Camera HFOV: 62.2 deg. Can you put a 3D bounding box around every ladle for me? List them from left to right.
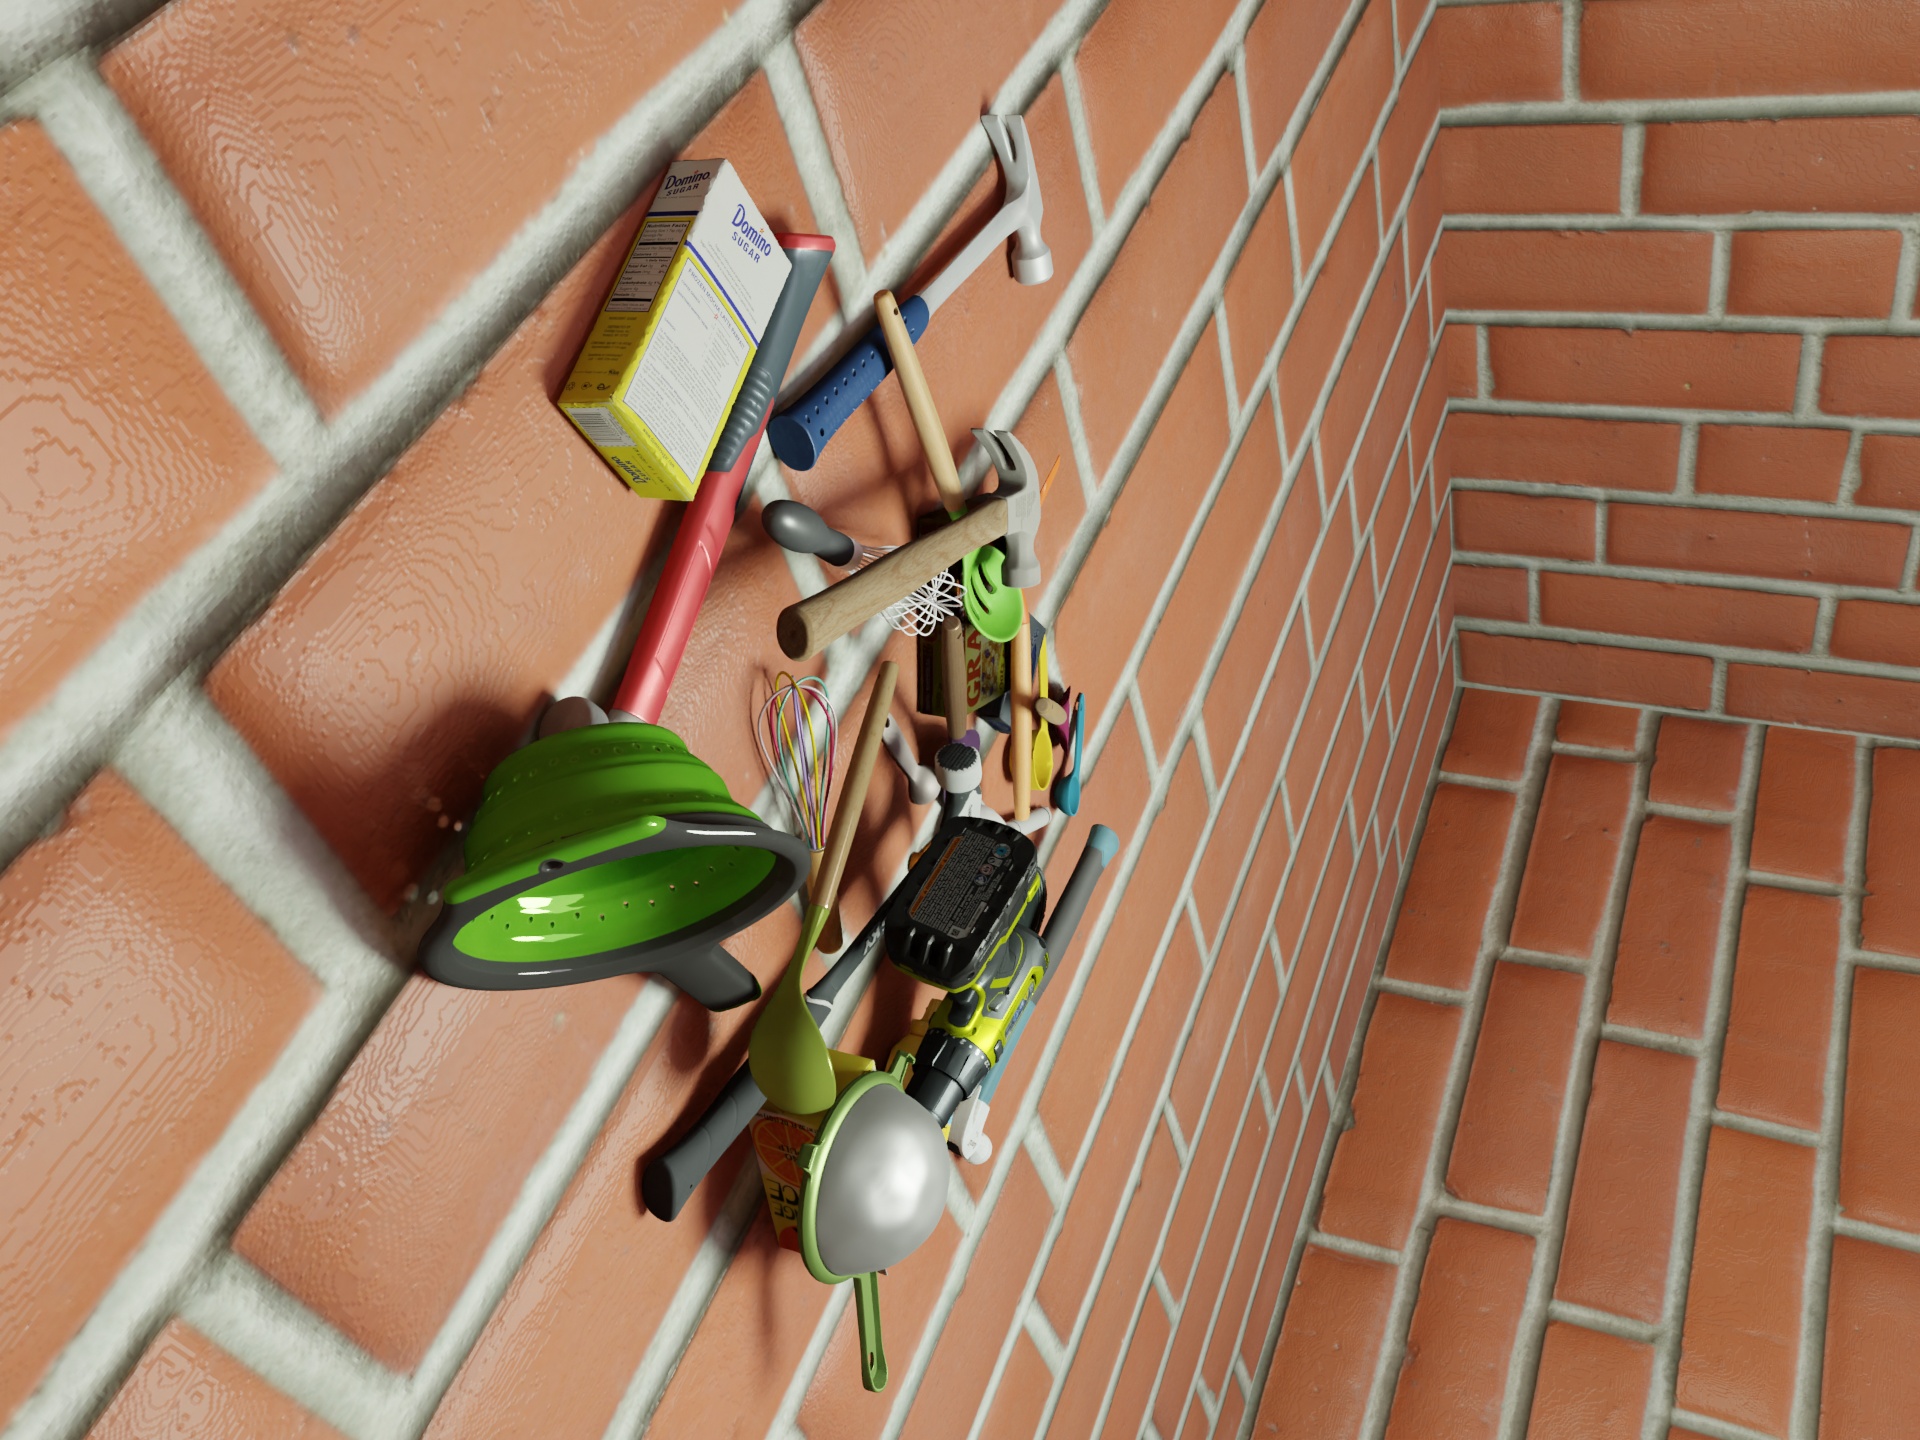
[{"bbox_3d":[-0.078,0.107,1.085,0.062,0.078,0.320,23,67,-18],"label":"ladle"}]

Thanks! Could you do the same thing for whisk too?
[{"bbox_3d":[-0.106,0.068,1.132,0.051,0.047,0.244,-46,142,-44],"label":"whisk"},{"bbox_3d":[-0.068,-0.108,1.098,0.284,0.070,0.070,19,81,-68],"label":"whisk"}]

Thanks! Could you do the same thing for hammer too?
[{"bbox_3d":[-0.145,-0.130,0.987,0.143,0.038,0.386,49,54,-59],"label":"hammer"},{"bbox_3d":[-0.094,0.193,1.155,0.409,0.036,0.149,-50,149,-38],"label":"hammer"},{"bbox_3d":[-0.028,-0.312,1.174,0.406,0.035,0.143,-56,145,-42],"label":"hammer"},{"bbox_3d":[-0.025,-0.113,1.087,0.331,0.031,0.130,-38,131,-54],"label":"hammer"},{"bbox_3d":[0.067,0.248,1.480,0.331,0.033,0.128,-62,156,-16],"label":"hammer"}]

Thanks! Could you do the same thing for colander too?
[{"bbox_3d":[-0.181,0.092,0.917,0.396,0.204,0.095,74,-3,-69],"label":"colander"}]

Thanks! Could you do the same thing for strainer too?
[{"bbox_3d":[-0.047,0.379,1.140,0.151,0.069,0.256,-33,124,-58],"label":"strainer"},{"bbox_3d":[0.043,0.100,1.437,0.258,0.050,0.087,-14,97,-69],"label":"strainer"}]

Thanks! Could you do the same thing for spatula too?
[{"bbox_3d":[-0.002,-0.004,1.240,0.060,0.018,0.315,-57,166,-20],"label":"spatula"},{"bbox_3d":[0.059,-0.060,1.333,0.081,0.041,0.322,-65,156,-63],"label":"spatula"}]

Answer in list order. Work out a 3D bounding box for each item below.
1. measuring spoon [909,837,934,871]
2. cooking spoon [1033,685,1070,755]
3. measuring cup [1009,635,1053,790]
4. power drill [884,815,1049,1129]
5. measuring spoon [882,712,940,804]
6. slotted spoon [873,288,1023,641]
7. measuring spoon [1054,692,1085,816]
[{"bbox_3d":[-0.012,0.105,1.363,0.117,0.011,0.021,-34,127,-57],"label":"measuring spoon"},{"bbox_3d":[0.086,-0.005,1.431,0.319,0.017,0.069,20,72,-82],"label":"cooking spoon"},{"bbox_3d":[0.065,-0.012,1.484,0.062,0.029,0.156,29,60,-67],"label":"measuring cup"},{"bbox_3d":[0.002,0.200,1.226,0.191,0.080,0.228,-56,156,-33],"label":"power drill"},{"bbox_3d":[-0.040,0.029,1.275,0.034,0.018,0.124,-67,150,-27],"label":"measuring spoon"},{"bbox_3d":[-0.010,-0.180,1.175,0.070,0.031,0.313,-59,144,-34],"label":"slotted spoon"},{"bbox_3d":[0.109,0.033,1.595,0.042,0.021,0.129,46,48,-64],"label":"measuring spoon"}]
